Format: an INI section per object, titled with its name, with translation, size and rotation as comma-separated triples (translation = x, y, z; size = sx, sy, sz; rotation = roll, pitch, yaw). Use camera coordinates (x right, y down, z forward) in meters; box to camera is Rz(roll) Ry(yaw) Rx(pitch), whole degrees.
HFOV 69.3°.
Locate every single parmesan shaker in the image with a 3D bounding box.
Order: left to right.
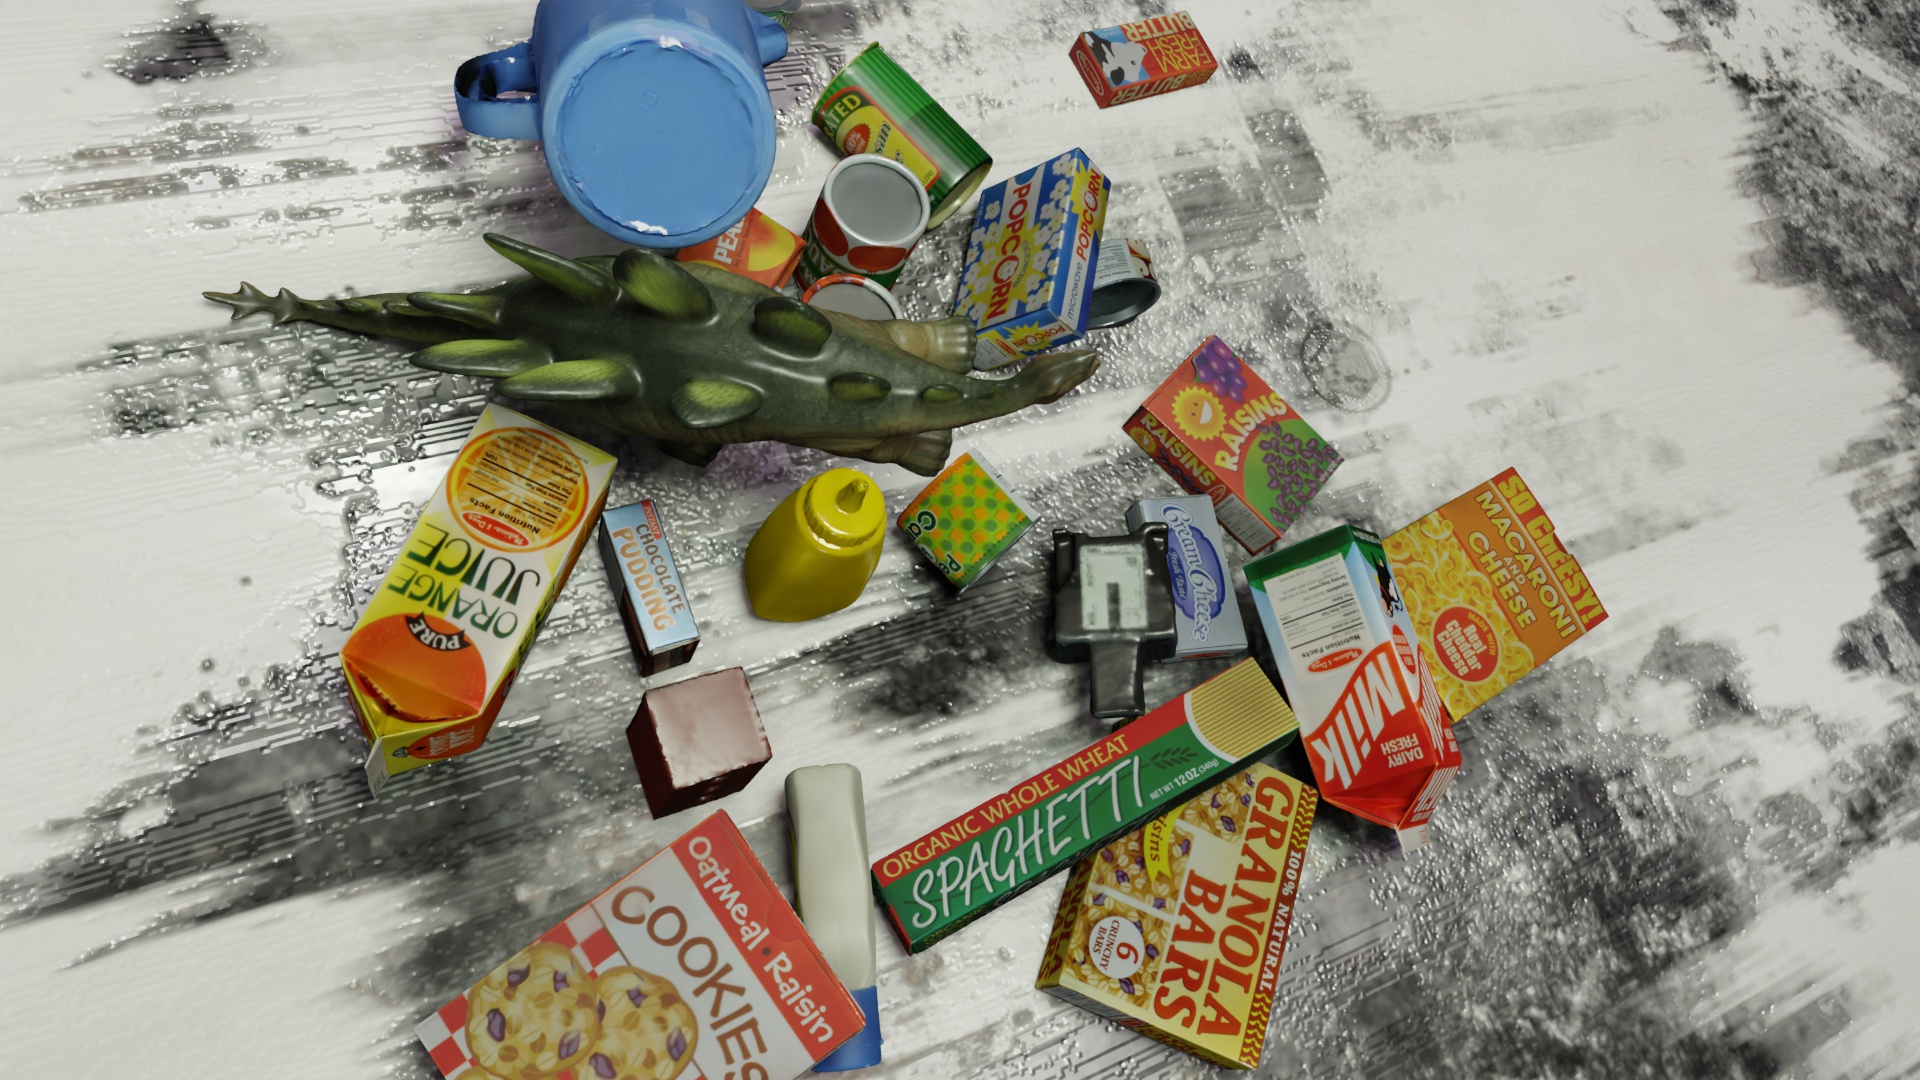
[parmesan shaker]
translation = -0.036, -0.259, 0.895
size = 0.103, 0.071, 0.071
rotation = 45, 62, 1

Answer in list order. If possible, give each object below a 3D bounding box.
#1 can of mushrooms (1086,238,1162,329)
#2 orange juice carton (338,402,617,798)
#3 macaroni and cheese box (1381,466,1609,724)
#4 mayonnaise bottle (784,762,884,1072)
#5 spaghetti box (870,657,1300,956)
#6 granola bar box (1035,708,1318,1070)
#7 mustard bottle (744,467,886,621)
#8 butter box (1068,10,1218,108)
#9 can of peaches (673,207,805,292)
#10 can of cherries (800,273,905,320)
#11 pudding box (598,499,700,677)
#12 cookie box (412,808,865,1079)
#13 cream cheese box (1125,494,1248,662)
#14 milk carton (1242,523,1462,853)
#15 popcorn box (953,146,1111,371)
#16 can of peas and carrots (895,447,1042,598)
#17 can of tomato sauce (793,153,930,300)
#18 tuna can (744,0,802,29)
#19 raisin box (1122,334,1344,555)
[can of mushrooms]
translation = 0.096, -0.167, 0.913
size = 0.071, 0.070, 0.033
rotation = -8, 72, -23
[orange juice carton]
translation = -0.249, 0.035, 0.699
size = 0.073, 0.071, 0.193
rotation = 25, 63, -9
[macaroni and cheese box]
translation = 0.343, 0.037, 0.935
size = 0.167, 0.040, 0.124
rotation = -25, 81, -27
[mayonnaise bottle]
translation = -0.065, 0.191, 0.711
size = 0.041, 0.064, 0.148
rotation = -4, 74, -7
[spaghetti box]
translation = 0.070, 0.143, 0.760
size = 0.251, 0.028, 0.050
rotation = -26, 63, -13
[granola bar box]
translation = 0.126, 0.197, 0.791
size = 0.124, 0.039, 0.166
rotation = 26, 62, -8
[mustard bottle]
translation = -0.070, -0.002, 0.729
size = 0.065, 0.159, 0.049
rotation = -4, 70, -23
[butter box]
translation = 0.136, -0.355, 1.025
size = 0.104, 0.024, 0.053
rotation = -21, 77, -26
[can of peaches]
translation = -0.132, -0.166, 0.823
size = 0.058, 0.071, 0.071
rotation = 33, 62, -7
[can of cherries]
translation = -0.073, -0.116, 0.832
size = 0.071, 0.058, 0.072
rotation = 8, 67, -18
[pudding box]
translation = -0.168, 0.026, 0.744
size = 0.030, 0.049, 0.084
rotation = -16, 75, -23
[cookie box]
translation = -0.146, 0.225, 0.650
size = 0.168, 0.040, 0.123
rotation = -35, 83, -10
[cream cheese box]
translation = 0.142, 0.023, 0.875
size = 0.053, 0.024, 0.104
rotation = -3, 71, -22
[milk carton]
translation = 0.244, 0.093, 0.843
size = 0.072, 0.073, 0.191
rotation = 12, 58, -58
[popcorn box]
translation = 0.044, -0.177, 0.882
size = 0.038, 0.085, 0.127
rotation = 32, 58, -37
[can of peas and carrots]
translation = 0.003, -0.010, 0.814
size = 0.059, 0.070, 0.071
rotation = 47, 62, 3
[can of tomato sauce]
translation = -0.063, -0.185, 0.849
size = 0.071, 0.082, 0.071
rotation = 7, 67, -18
[tuna can]
translation = -0.138, -0.366, 0.922
size = 0.071, 0.032, 0.071
rotation = 7, 67, -17
[raisin box]
translation = 0.180, -0.064, 0.915
size = 0.123, 0.040, 0.086
rotation = 44, 62, 2
